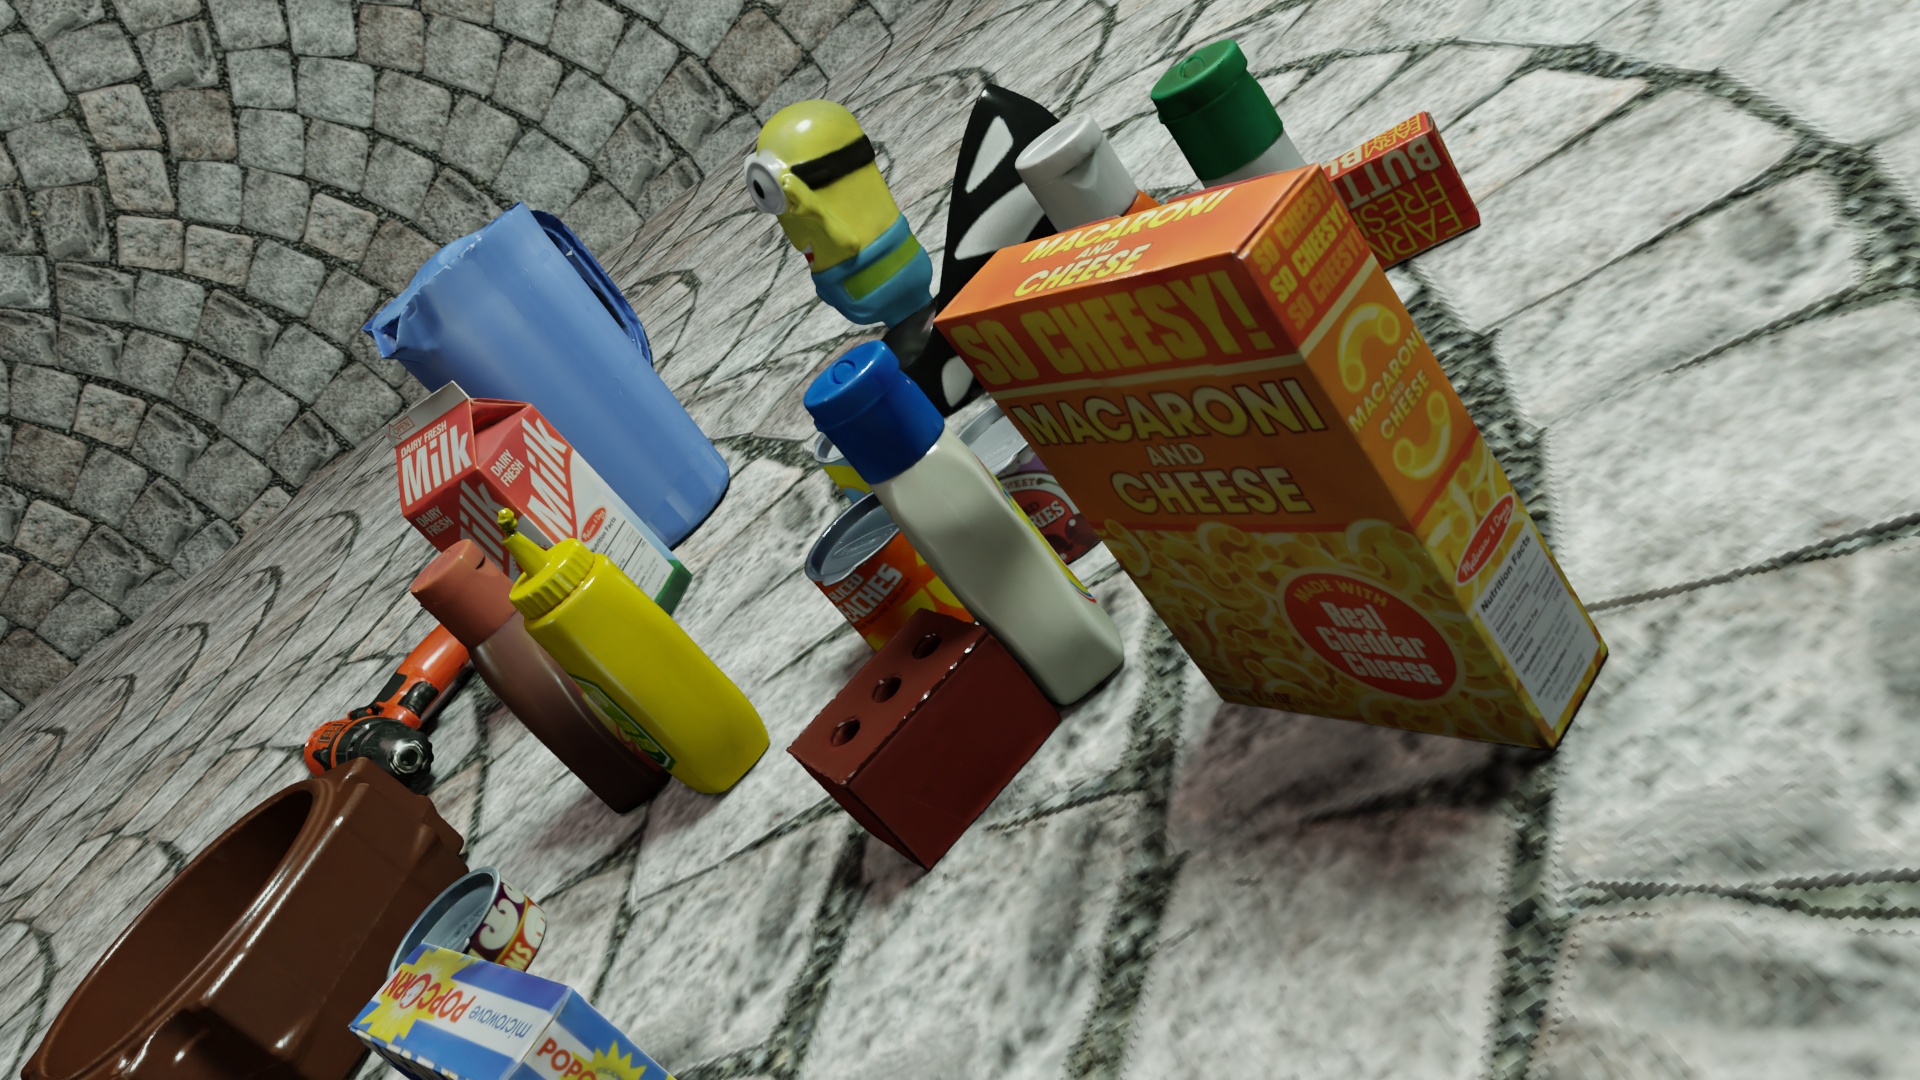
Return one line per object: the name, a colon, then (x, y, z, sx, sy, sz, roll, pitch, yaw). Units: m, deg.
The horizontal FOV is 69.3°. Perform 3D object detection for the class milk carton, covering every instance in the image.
milk carton: (-0.259, -0.011, 0.839, 0.072, 0.190, 0.074, -26, 27, 28)

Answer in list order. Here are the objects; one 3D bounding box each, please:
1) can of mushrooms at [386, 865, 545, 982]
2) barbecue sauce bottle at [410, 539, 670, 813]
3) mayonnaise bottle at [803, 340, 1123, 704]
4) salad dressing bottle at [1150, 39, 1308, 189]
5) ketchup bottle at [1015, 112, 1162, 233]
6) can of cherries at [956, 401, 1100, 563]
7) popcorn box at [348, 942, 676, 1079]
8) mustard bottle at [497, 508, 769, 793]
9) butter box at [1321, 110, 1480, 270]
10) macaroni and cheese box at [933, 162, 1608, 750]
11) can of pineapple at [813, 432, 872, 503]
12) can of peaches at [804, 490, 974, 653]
can of mushrooms: (-0.224, 0.186, 0.633, 0.071, 0.033, 0.071, -31, 25, 16)
barbecue sauce bottle: (-0.200, 0.064, 0.673, 0.043, 0.148, 0.065, -34, 24, 12)
mayonnaise bottle: (0.002, -0.006, 0.510, 0.041, 0.147, 0.065, -39, 23, 0)
salad dressing bottle: (0.126, -0.120, 0.536, 0.044, 0.147, 0.064, -31, 25, 18)
ketchup bottle: (0.078, -0.106, 0.578, 0.065, 0.148, 0.043, -38, 23, 1)
can of cherries: (0.032, -0.026, 0.614, 0.071, 0.058, 0.072, -32, 25, 16)
popcorn box: (-0.139, 0.179, 0.459, 0.126, 0.085, 0.038, -9, 37, 48)
mustard bottle: (-0.154, 0.047, 0.623, 0.049, 0.160, 0.065, -49, 25, -22)
butter box: (0.175, -0.145, 0.628, 0.103, 0.053, 0.024, -24, 27, 30)
macaroni and cheese box: (0.084, -0.017, 0.389, 0.040, 0.166, 0.123, -50, 26, -23)
can of pineapple: (-0.036, -0.044, 0.744, 0.071, 0.057, 0.071, -32, 25, 16)
can of peaches: (-0.028, 0.016, 0.625, 0.071, 0.058, 0.071, -32, 25, 16)
